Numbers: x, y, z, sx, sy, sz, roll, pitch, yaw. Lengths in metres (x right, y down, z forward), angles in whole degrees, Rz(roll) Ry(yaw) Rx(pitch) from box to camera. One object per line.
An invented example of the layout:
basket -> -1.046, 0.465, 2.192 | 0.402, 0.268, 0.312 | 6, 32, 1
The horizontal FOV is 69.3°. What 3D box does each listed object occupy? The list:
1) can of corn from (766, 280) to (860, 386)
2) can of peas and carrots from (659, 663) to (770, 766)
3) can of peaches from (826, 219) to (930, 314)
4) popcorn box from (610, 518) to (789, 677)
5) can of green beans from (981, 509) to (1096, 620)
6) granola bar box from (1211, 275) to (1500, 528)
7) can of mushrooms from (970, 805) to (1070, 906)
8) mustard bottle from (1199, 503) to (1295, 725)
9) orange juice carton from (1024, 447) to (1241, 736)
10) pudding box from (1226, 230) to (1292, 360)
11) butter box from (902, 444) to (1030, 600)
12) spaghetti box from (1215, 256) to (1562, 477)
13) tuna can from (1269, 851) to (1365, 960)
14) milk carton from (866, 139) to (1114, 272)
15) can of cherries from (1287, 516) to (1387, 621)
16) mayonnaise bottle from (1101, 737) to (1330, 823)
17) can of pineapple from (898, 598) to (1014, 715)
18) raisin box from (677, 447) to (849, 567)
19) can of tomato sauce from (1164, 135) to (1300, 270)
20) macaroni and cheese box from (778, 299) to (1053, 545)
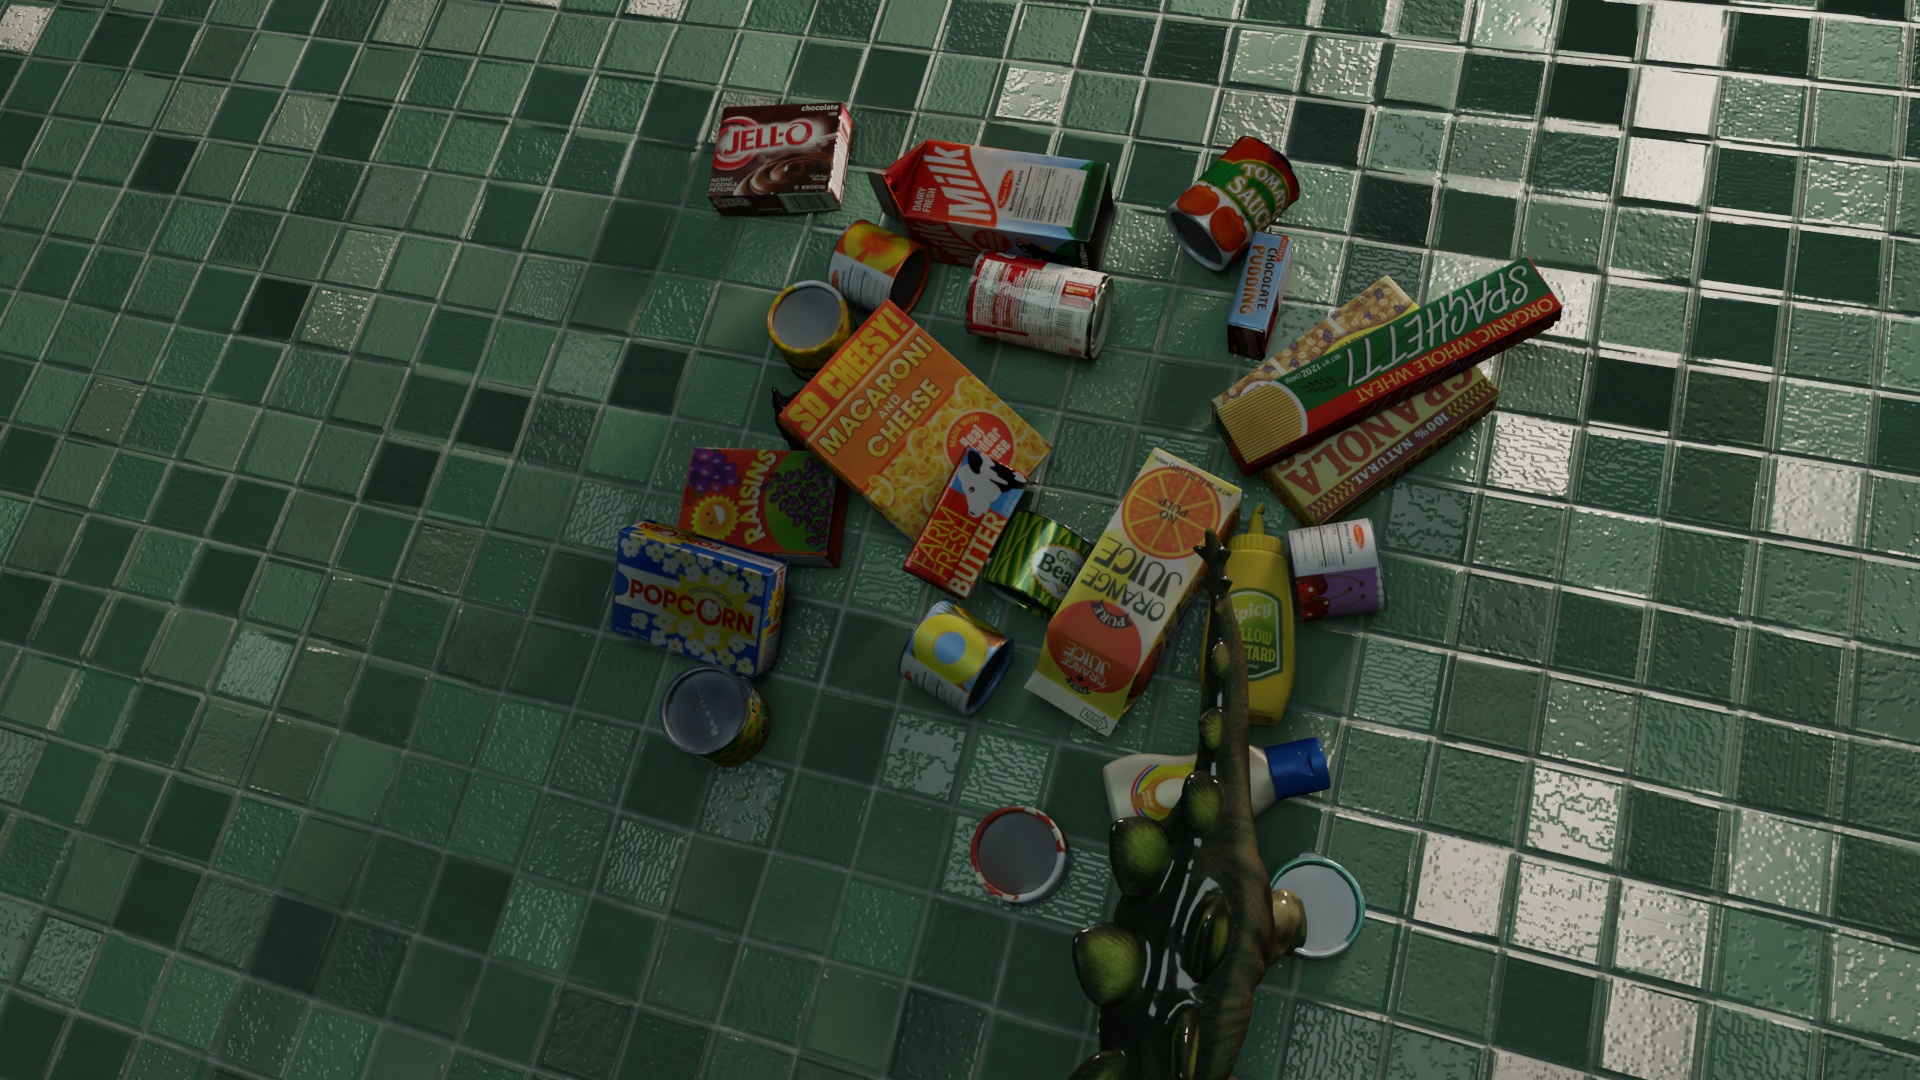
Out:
can of corn -> -0.116, -0.163, 1.107 | 0.071, 0.058, 0.071 | -3, 71, 10
can of peas and carrots -> -0.177, 0.128, 1.018 | 0.071, 0.058, 0.071 | -3, 71, 9
can of peaches -> -0.064, -0.217, 1.113 | 0.058, 0.071, 0.071 | 27, 78, 18
popcorn box -> -0.195, 0.042, 1.041 | 0.127, 0.038, 0.085 | 16, 111, 15
can of green beans -> 0.057, 0.019, 1.008 | 0.071, 0.071, 0.058 | 24, 78, 17
granola bar box -> 0.287, -0.099, 1.020 | 0.165, 0.039, 0.124 | -36, 69, -3
can of mushrooms -> 0.039, 0.216, 0.961 | 0.071, 0.033, 0.071 | -3, 72, 10
mustard bottle -> 0.204, 0.047, 0.979 | 0.065, 0.048, 0.160 | 3, 72, 10
orange juice carton -> 0.123, 0.039, 0.985 | 0.072, 0.073, 0.193 | 28, 79, 18
pudding box -> 0.228, -0.186, 1.055 | 0.030, 0.049, 0.084 | 15, 75, 17
butter box -> 0.004, -0.013, 1.009 | 0.053, 0.024, 0.103 | 29, 84, -5
spaghetti box -> 0.303, -0.124, 0.987 | 0.250, 0.028, 0.050 | -26, 69, 2
tuna can -> 0.232, 0.240, 0.916 | 0.071, 0.032, 0.071 | -3, 71, 10
milk carton -> 0.021, -0.264, 1.110 | 0.191, 0.072, 0.073 | 11, 74, 13
can of cherries -> 0.262, 0.023, 0.968 | 0.058, 0.071, 0.071 | -10, 70, 12
mayonnaise bottle -> 0.174, 0.167, 0.947 | 0.148, 0.041, 0.065 | -14, 73, 6
can of pineapple -> -0.001, 0.082, 0.997 | 0.058, 0.071, 0.071 | 31, 80, 18
raisin box -> -0.152, -0.025, 1.077 | 0.123, 0.040, 0.086 | 3, 73, 12
can of tomato sauce -> 0.211, -0.260, 1.074 | 0.083, 0.071, 0.071 | -44, 69, -5
macaroni and cheese box -> -0.035, -0.079, 1.043 | 0.166, 0.040, 0.124 | 42, 82, -2
